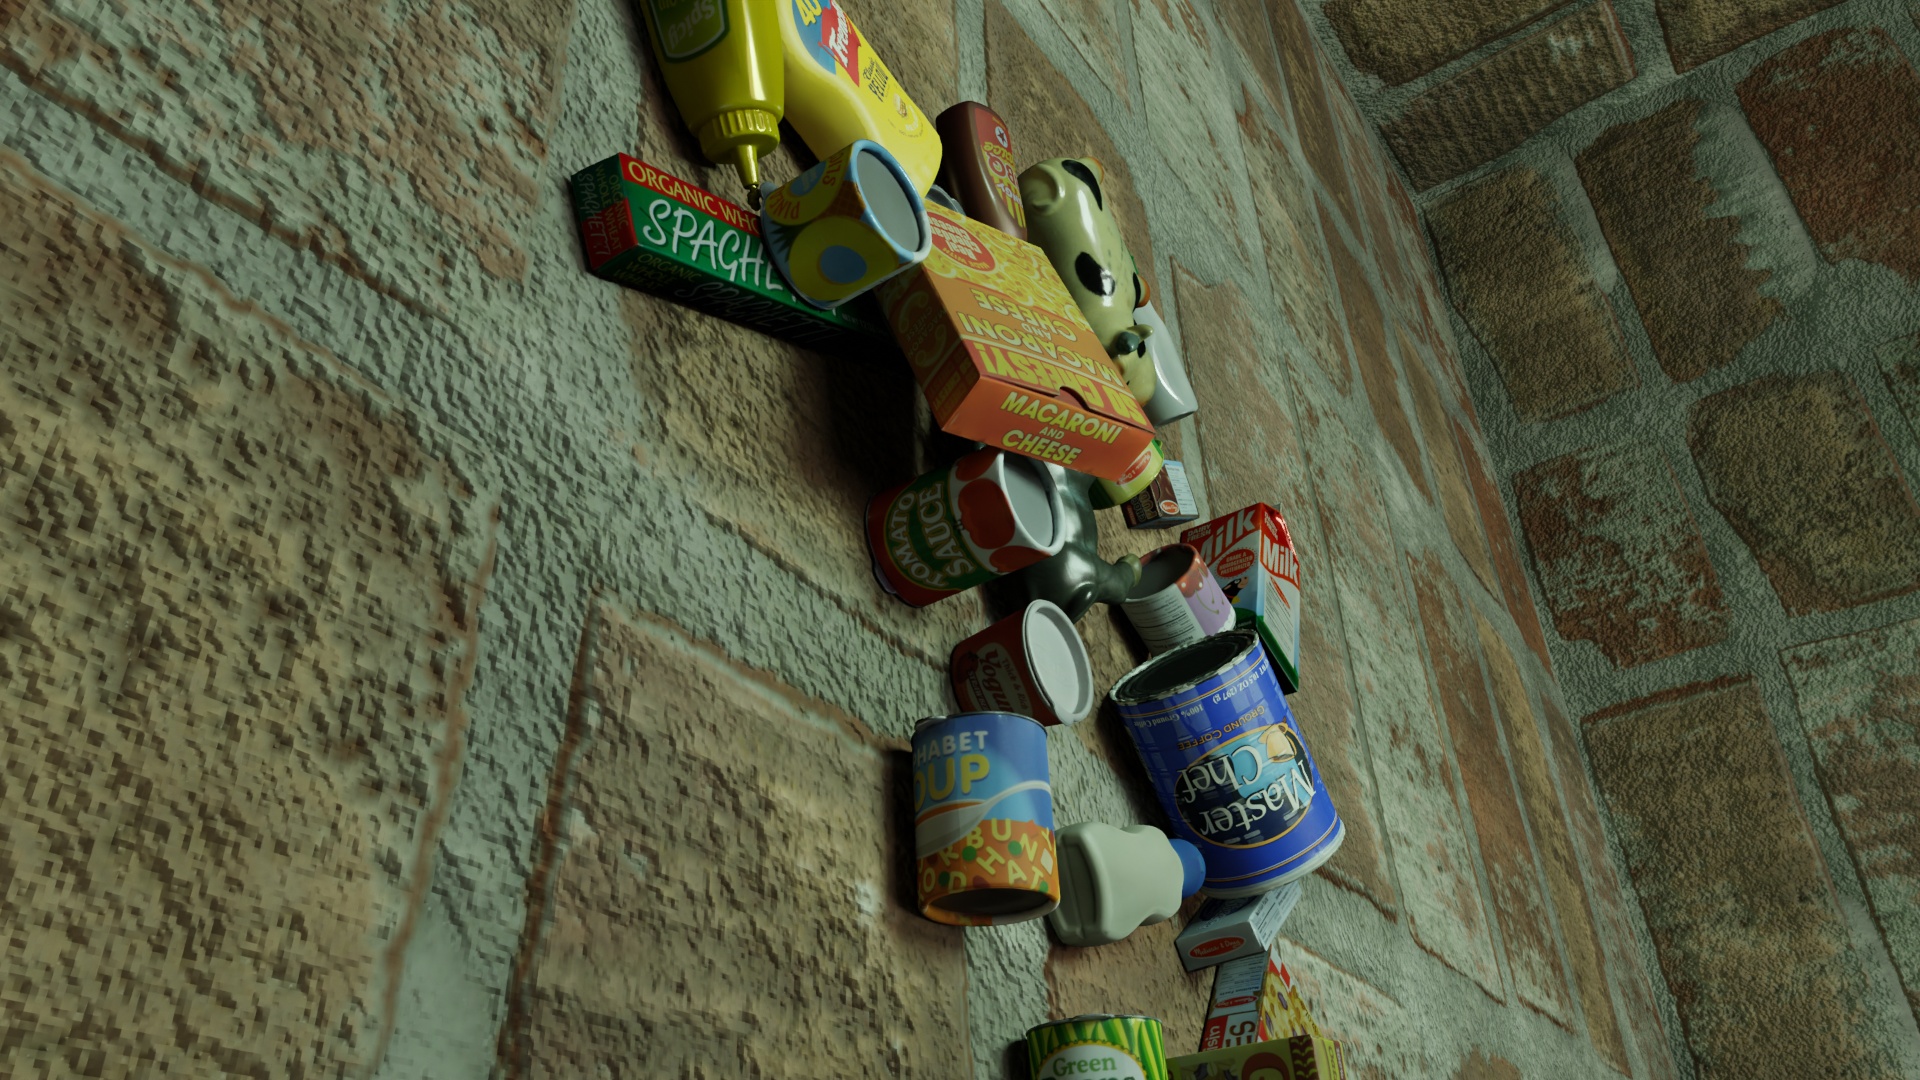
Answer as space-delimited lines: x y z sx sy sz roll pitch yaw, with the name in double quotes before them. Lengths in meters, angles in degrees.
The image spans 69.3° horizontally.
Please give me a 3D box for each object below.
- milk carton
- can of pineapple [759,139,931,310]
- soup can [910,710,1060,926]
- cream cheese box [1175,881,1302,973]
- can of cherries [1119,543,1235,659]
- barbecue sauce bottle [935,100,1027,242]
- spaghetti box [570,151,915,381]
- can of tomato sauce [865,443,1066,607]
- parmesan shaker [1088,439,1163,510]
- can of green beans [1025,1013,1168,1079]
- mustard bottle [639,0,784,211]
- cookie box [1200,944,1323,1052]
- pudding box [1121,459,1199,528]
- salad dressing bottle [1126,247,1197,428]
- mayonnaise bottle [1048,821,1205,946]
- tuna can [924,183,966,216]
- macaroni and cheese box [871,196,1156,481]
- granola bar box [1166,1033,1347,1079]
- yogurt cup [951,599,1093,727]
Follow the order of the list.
"milk carton" 0.216 0.038 1.080 0.073 0.072 0.192 53 32 -26
"can of pineapple" -0.057 -0.157 0.684 0.071 0.057 0.071 41 37 -40
"soup can" 0.009 0.130 0.650 0.071 0.071 0.084 36 41 -46
"cream cheese box" 0.179 0.240 0.887 0.104 0.053 0.024 -17 84 -63
"can of cherries" 0.148 0.042 0.961 0.058 0.071 0.072 55 30 -20
"barbecue sauce bottle" 0.020 -0.225 0.951 0.065 0.043 0.149 24 51 -55
"spaghetti box" -0.091 -0.130 0.701 0.250 0.028 0.050 11 60 -59
"can of tomato sauce" 0.003 -0.009 0.720 0.071 0.083 0.071 41 37 -41
"parmesan shaker" 0.085 -0.082 0.935 0.103 0.071 0.072 53 31 -25
"can of green beans" 0.066 0.260 0.656 0.071 0.071 0.058 34 43 -47
"mustard bottle" -0.120 -0.243 0.697 0.049 0.065 0.160 -4 79 -65
"cookie box" 0.188 0.348 0.837 0.122 0.040 0.168 61 28 -14
"pudding box" 0.149 -0.036 1.059 0.084 0.030 0.050 -1 72 -61
"salad dressing bottle" 0.147 -0.166 1.138 0.064 0.044 0.147 -12 80 -60
"mayonnaise bottle" 0.096 0.191 0.788 0.148 0.041 0.065 16 59 -58
"tuna can" -0.019 -0.186 0.865 0.071 0.032 0.071 40 38 -42
"macaroni and cheese box" 0.019 -0.113 0.738 0.124 0.040 0.167 13 38 -38
"granola bar box" 0.136 0.333 0.664 0.039 0.124 0.166 32 44 -48
"yogurt cup" 0.032 0.071 0.745 0.072 0.054 0.073 41 38 -42
